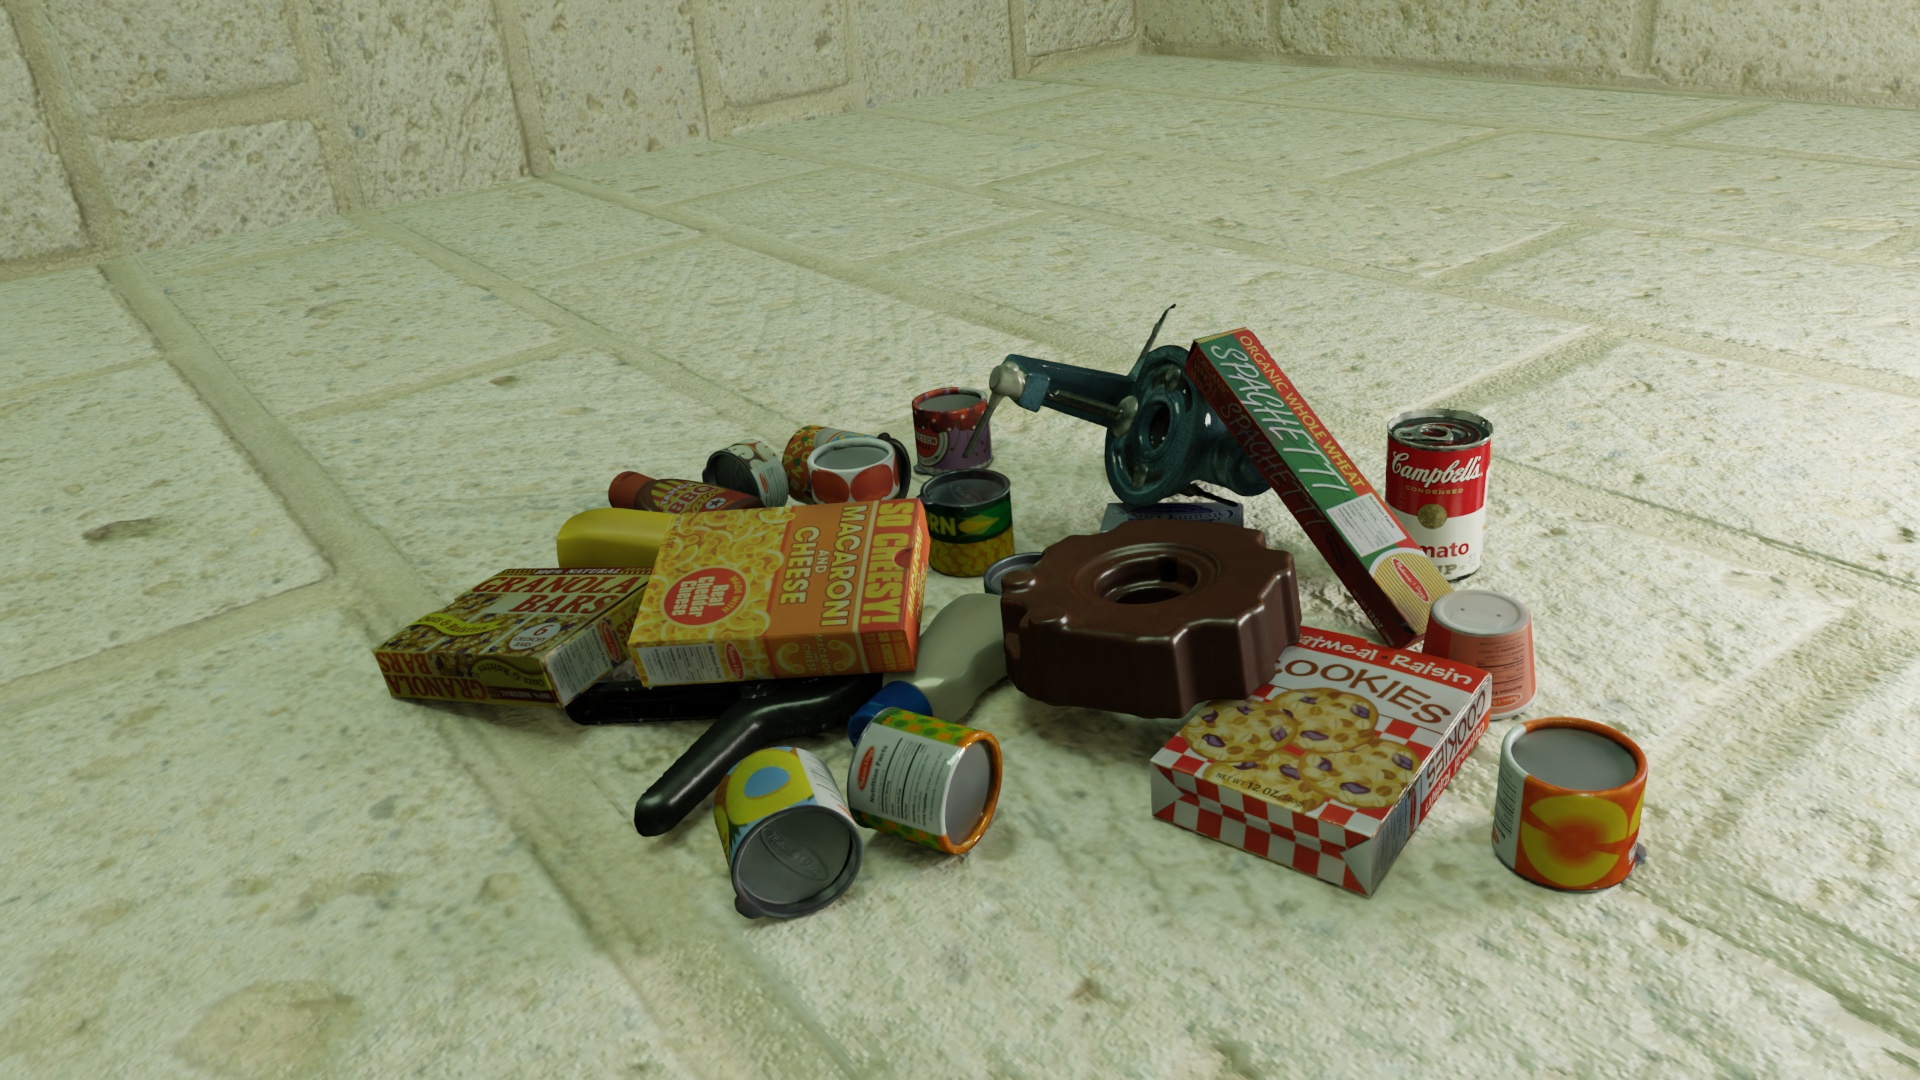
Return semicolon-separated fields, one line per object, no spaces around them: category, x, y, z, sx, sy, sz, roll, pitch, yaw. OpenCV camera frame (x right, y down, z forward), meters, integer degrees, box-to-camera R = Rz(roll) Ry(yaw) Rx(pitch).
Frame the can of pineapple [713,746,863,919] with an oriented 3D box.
can of pineapple;-0.090;0.147;0.702;0.071;0.070;0.058;-13;26;-15

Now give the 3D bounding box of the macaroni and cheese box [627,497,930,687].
macaroni and cheese box;-0.108;0.030;0.857;0.166;0.040;0.124;-4;40;7

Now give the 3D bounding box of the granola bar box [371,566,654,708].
granola bar box;-0.284;0.060;0.917;0.165;0.039;0.125;-1;24;32

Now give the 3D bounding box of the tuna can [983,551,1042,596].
tuna can;0.048;0.038;0.935;0.071;0.032;0.071;-4;26;2

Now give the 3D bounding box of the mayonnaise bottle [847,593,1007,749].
mayonnaise bottle;-0.013;0.083;0.848;0.065;0.041;0.149;9;31;31

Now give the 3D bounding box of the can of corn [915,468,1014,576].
can of corn;0.004;-0.013;1.018;0.071;0.058;0.071;-4;26;2

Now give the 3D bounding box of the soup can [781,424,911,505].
soup can;-0.092;-0.058;1.114;0.084;0.071;0.072;13;31;33

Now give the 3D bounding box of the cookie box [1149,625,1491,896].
cookie box;0.198;0.109;0.752;0.123;0.040;0.168;14;32;36

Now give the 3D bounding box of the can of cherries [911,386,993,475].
can of cherries;-0.009;-0.093;1.184;0.071;0.058;0.072;-4;26;2

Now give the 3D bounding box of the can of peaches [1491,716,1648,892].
can of peaches;0.298;0.127;0.676;0.071;0.057;0.071;-5;26;2

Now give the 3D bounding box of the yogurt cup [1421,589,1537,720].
yogurt cup;0.301;0.064;0.808;0.072;0.053;0.073;-5;26;3

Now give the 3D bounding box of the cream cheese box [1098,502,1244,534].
cream cheese box;0.155;-0.007;1.016;0.104;0.024;0.053;1;27;12

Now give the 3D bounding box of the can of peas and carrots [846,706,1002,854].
can of peas and carrots;-0.017;0.126;0.733;0.059;0.070;0.071;11;30;29

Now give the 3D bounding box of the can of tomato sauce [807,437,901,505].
can of tomato sauce;-0.075;-0.026;1.032;0.071;0.082;0.071;-5;26;2

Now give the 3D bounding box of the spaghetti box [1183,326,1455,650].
spaghetti box;0.234;-0.040;0.913;0.050;0.028;0.251;-18;62;-26

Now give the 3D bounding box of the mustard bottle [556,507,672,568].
mustard bottle;-0.208;0.012;1.008;0.160;0.065;0.049;3;32;5

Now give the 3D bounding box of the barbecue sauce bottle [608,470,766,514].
barbecue sauce bottle;-0.221;-0.023;1.098;0.148;0.043;0.065;17;42;39

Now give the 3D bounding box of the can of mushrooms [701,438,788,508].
can of mushrooms;-0.172;-0.047;1.112;0.071;0.070;0.033;17;33;38
